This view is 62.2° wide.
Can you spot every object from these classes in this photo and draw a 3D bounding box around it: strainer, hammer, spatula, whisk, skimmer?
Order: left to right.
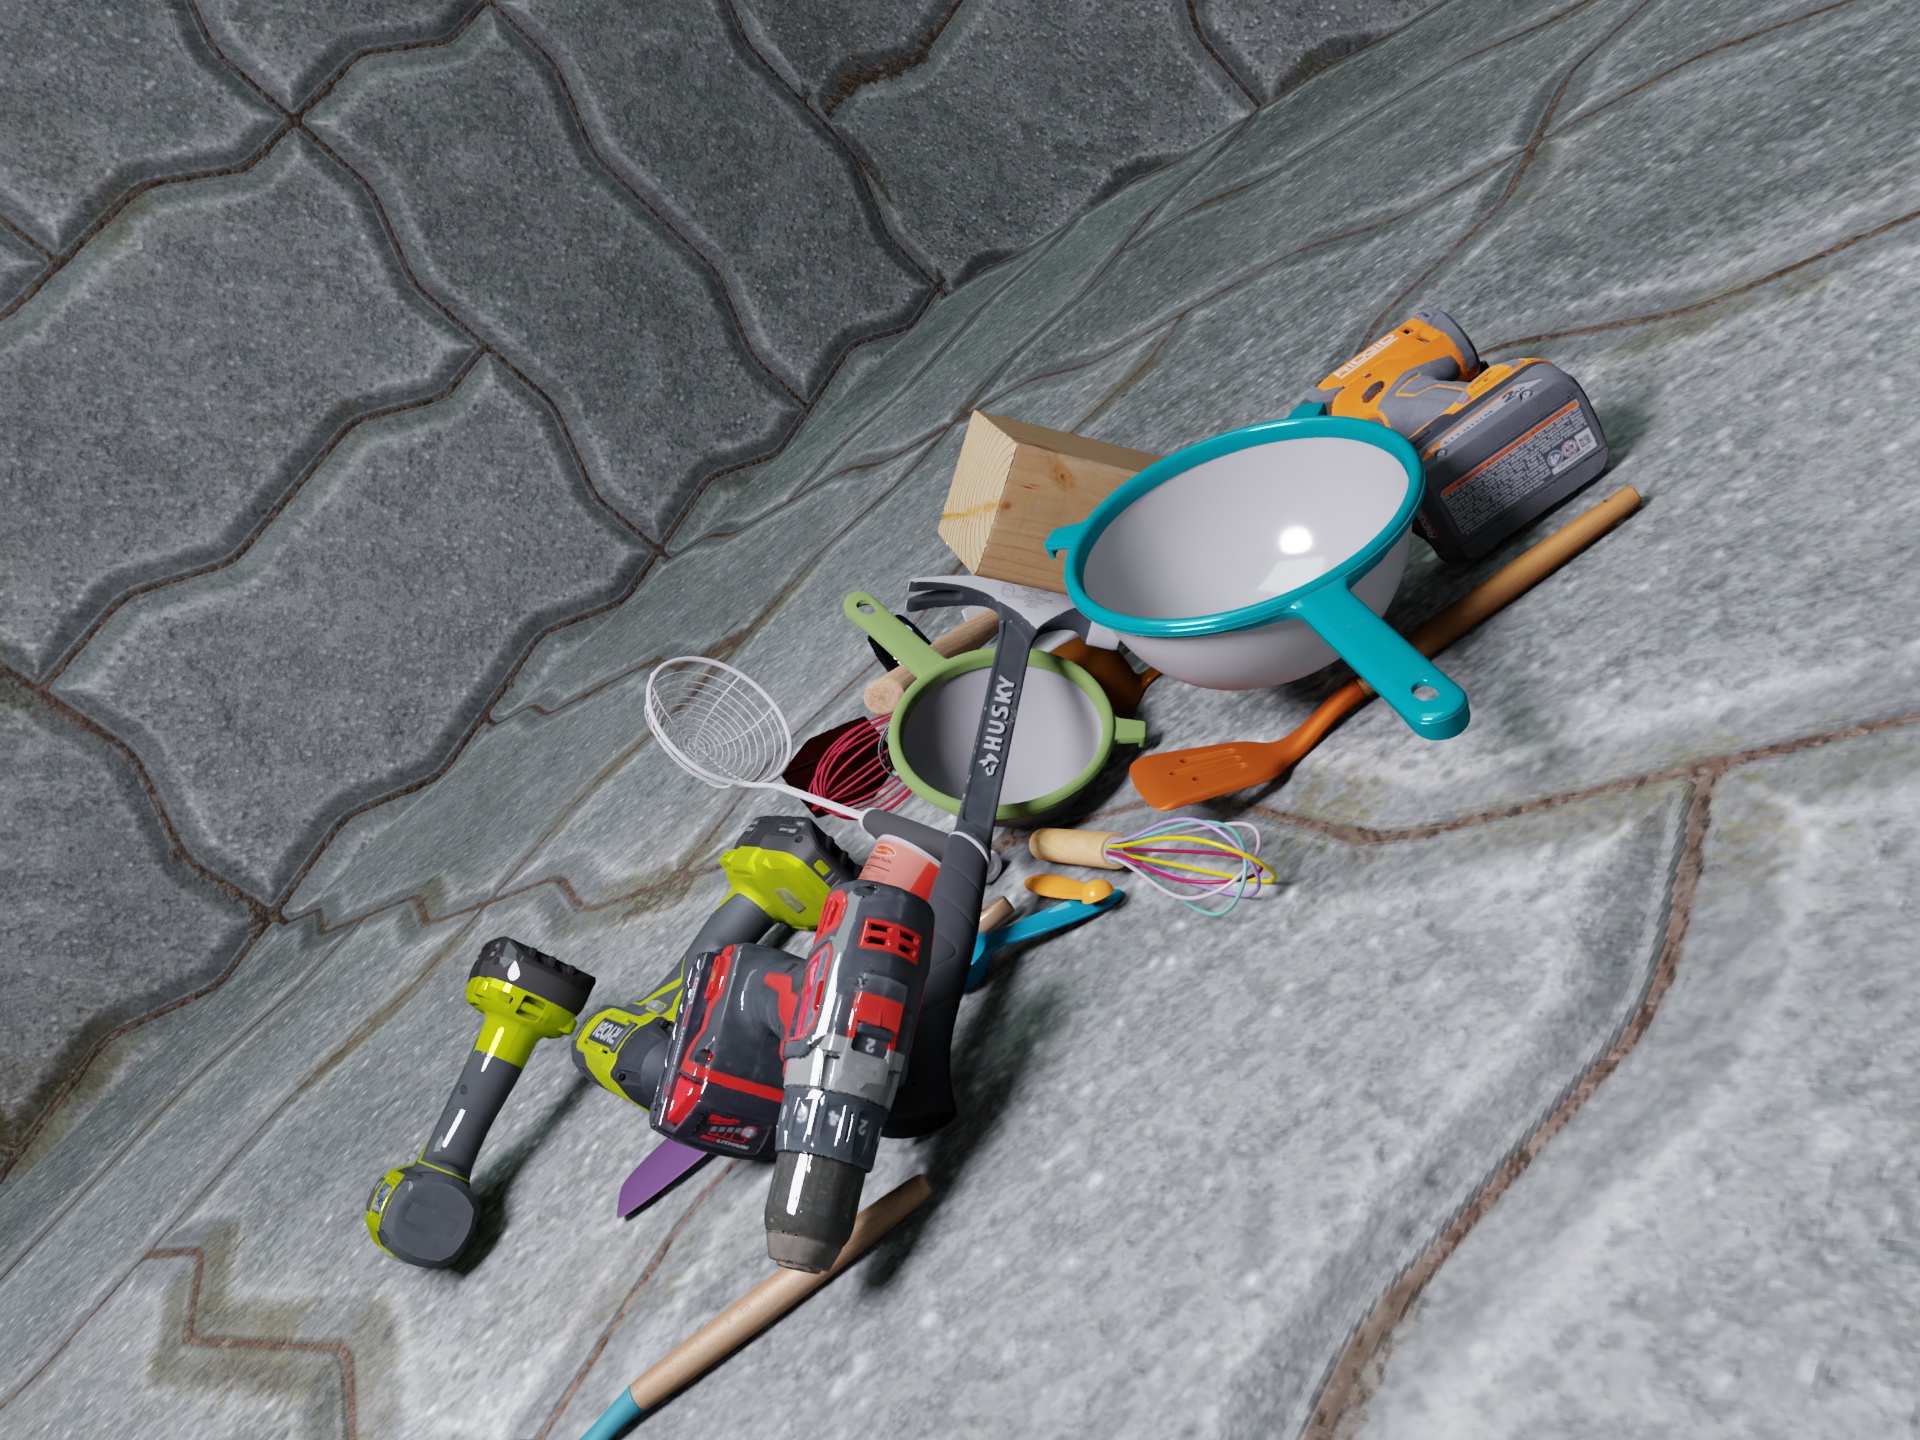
[{"bbox_3d":[-0.149,0.319,0.801,0.317,0.044,0.082,-37,11,2],"label":"spatula"},{"bbox_3d":[-0.094,0.208,0.997,0.316,0.018,0.060,-38,18,6],"label":"spatula"},{"bbox_3d":[-0.100,0.029,1.159,0.127,0.090,0.363,0,12,-44],"label":"skimmer"},{"bbox_3d":[-0.002,-0.004,1.102,0.151,0.069,0.257,-31,50,-21],"label":"strainer"},{"bbox_3d":[-0.002,-0.014,1.287,0.296,0.073,0.073,-38,17,-18],"label":"whisk"},{"bbox_3d":[0.004,0.060,0.957,0.036,0.149,0.409,100,-177,-51],"label":"hammer"},{"bbox_3d":[0.011,-0.072,1.299,0.130,0.031,0.331,-26,7,33],"label":"hammer"},{"bbox_3d":[0.041,-0.030,1.202,0.239,0.055,0.055,-34,19,5],"label":"whisk"},{"bbox_3d":[0.102,0.078,0.906,0.047,0.051,0.245,-1,-1,-23],"label":"whisk"},{"bbox_3d":[0.190,-0.053,0.876,0.211,0.095,0.341,-27,33,-1],"label":"strainer"},{"bbox_3d":[0.243,-0.040,0.905,0.322,0.041,0.081,-36,18,6],"label":"spatula"}]

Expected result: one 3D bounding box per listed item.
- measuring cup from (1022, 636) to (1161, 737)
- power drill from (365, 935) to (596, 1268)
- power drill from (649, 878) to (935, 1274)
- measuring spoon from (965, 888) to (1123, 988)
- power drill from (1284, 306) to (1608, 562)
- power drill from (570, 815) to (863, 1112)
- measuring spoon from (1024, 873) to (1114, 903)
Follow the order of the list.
[{"bbox_3d":[0.115,-0.046,1.138,0.173,0.052,0.095,-37,18,11],"label":"measuring cup"},{"bbox_3d":[-0.364,0.282,1.170,0.190,0.080,0.229,-24,40,62],"label":"power drill"},{"bbox_3d":[-0.093,0.192,0.847,0.226,0.080,0.188,-30,44,59],"label":"power drill"},{"bbox_3d":[0.041,0.130,0.937,0.128,0.021,0.042,-24,23,16],"label":"measuring spoon"},{"bbox_3d":[0.294,-0.184,1.036,0.164,0.084,0.227,-35,26,6],"label":"power drill"},{"bbox_3d":[-0.167,0.175,1.127,0.223,0.080,0.171,-51,21,-22],"label":"power drill"},{"bbox_3d":[0.061,0.097,0.949,0.021,0.011,0.117,-25,7,-17],"label":"measuring spoon"}]
